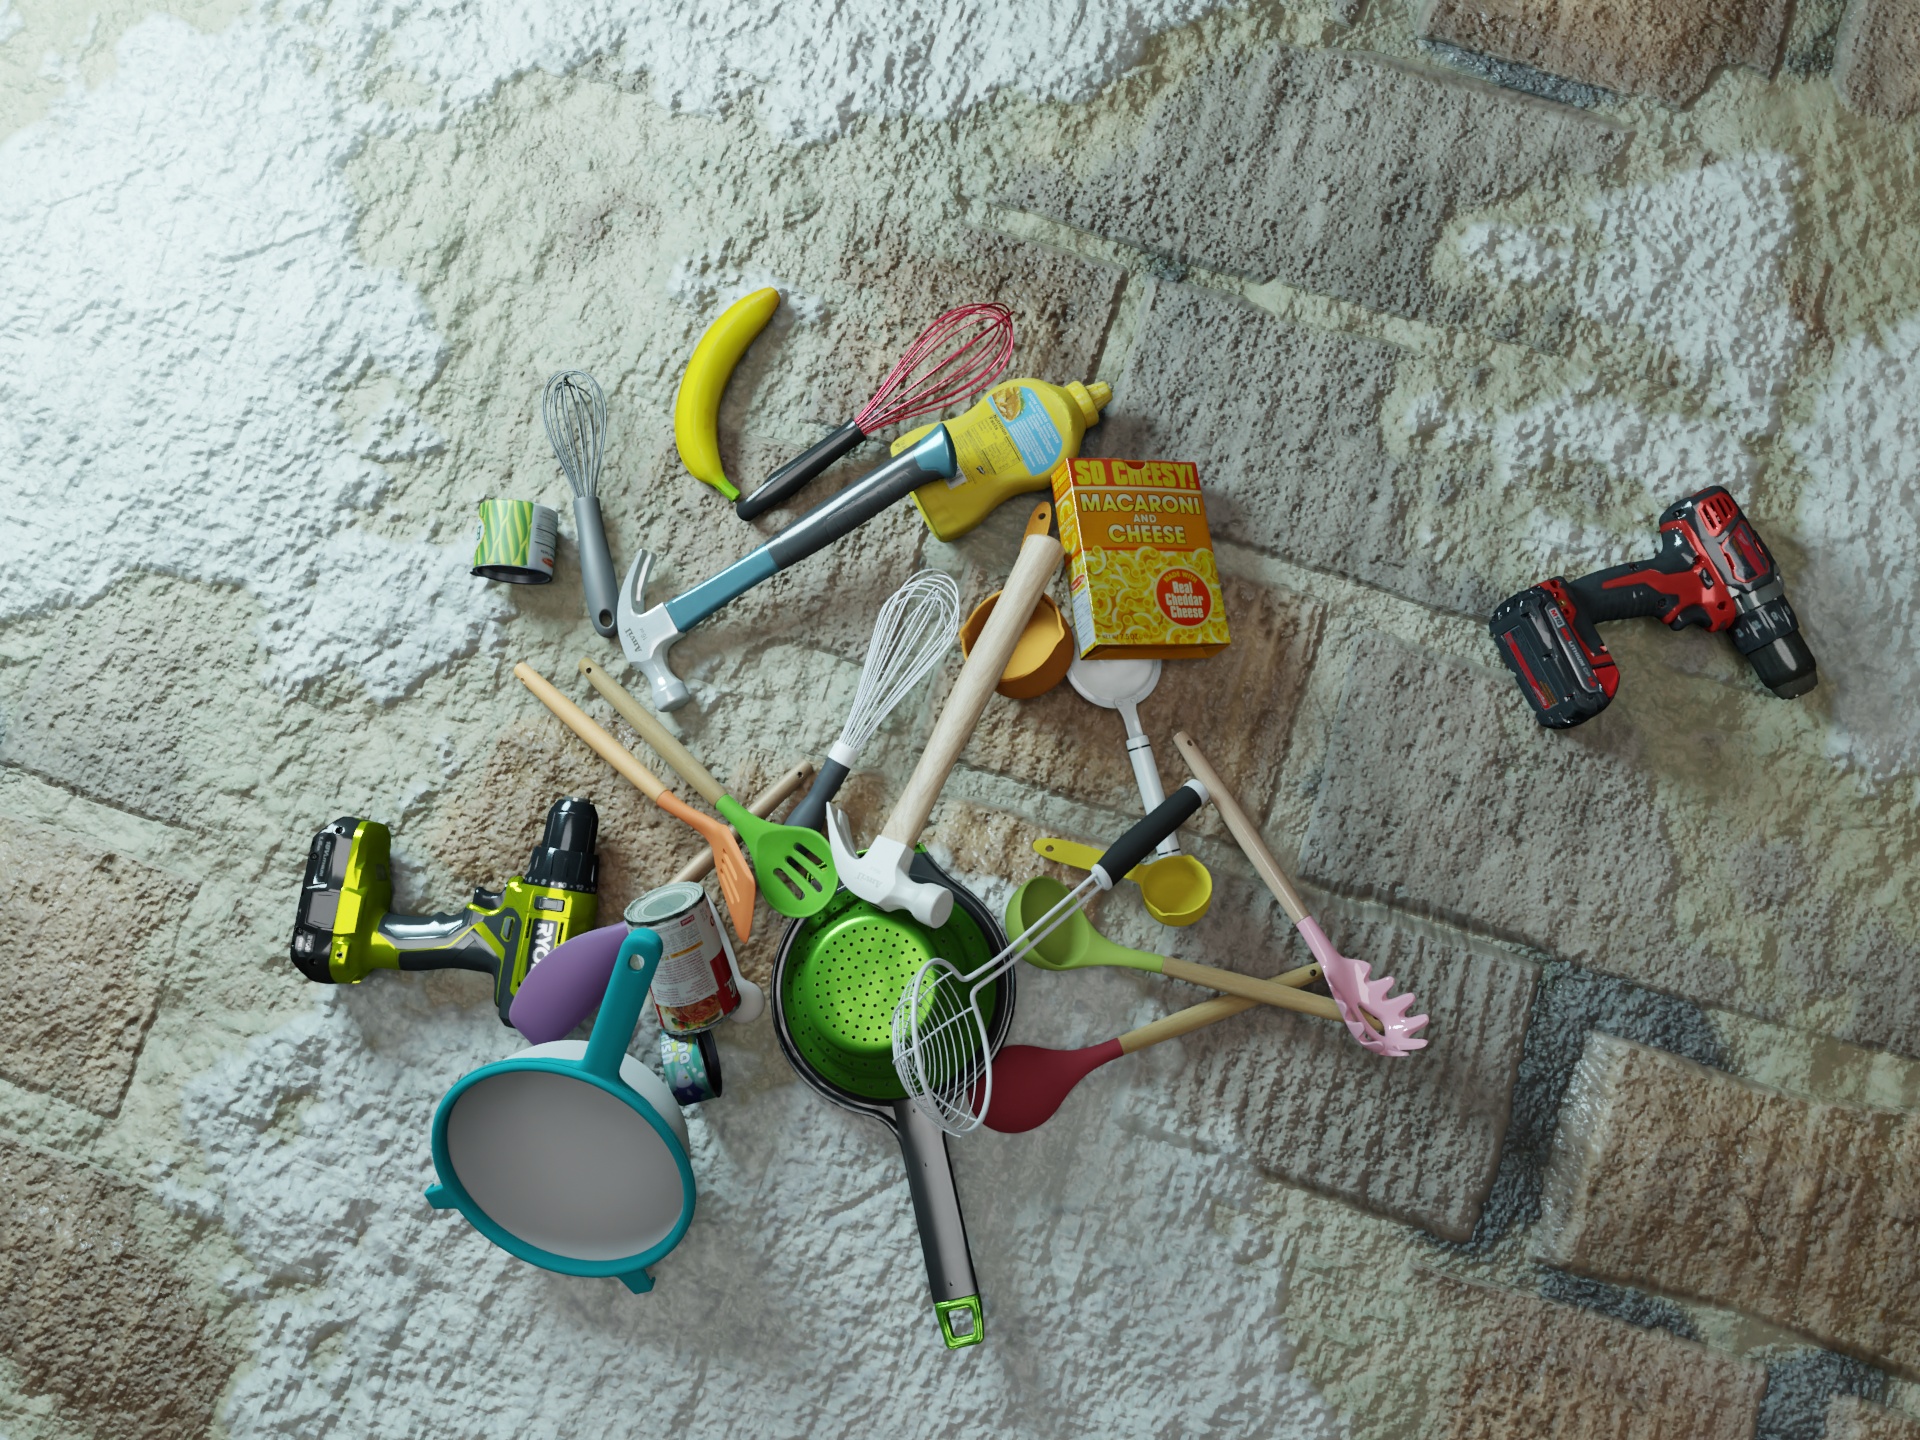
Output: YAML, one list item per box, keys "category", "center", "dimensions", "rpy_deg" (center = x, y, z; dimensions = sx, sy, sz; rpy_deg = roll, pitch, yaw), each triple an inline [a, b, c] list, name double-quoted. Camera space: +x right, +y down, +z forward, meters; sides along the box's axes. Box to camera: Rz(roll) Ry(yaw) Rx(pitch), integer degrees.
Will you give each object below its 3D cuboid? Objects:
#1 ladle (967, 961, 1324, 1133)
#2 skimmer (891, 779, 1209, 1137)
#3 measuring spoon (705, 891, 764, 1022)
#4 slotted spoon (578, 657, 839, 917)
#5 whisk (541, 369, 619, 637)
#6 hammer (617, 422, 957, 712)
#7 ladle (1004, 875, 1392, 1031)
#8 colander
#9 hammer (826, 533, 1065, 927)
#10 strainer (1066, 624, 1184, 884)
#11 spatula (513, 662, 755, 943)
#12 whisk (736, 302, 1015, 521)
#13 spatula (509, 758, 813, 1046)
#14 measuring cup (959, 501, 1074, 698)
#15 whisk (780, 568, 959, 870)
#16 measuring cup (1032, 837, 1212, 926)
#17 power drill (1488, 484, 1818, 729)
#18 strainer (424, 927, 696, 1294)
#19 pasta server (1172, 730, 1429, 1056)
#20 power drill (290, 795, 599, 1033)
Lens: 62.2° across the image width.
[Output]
- category: "ladle"
  center: [0.155, 0.258, 1.296]
  dimensions: [0.315, 0.031, 0.069]
  rpy_deg: [-21, 81, -3]
- category: "skimmer"
  center: [0.085, 0.163, 1.211]
  dimensions: [0.363, 0.090, 0.127]
  rpy_deg: [-38, 117, -25]
- category: "measuring spoon"
  center: [-0.199, 0.192, 1.317]
  dimensions: [0.034, 0.018, 0.124]
  rpy_deg: [-25, 81, -2]
- category: "slotted spoon"
  center: [-0.211, 0.048, 1.310]
  dimensions: [0.314, 0.031, 0.070]
  rpy_deg: [42, 93, 19]
- category: "whisk"
  center: [-0.319, -0.188, 1.368]
  dimensions: [0.055, 0.055, 0.239]
  rpy_deg: [-10, 86, 0]
- category: "hammer"
  center: [-0.144, -0.143, 1.328]
  dimensions: [0.331, 0.033, 0.128]
  rpy_deg: [-31, 82, 9]
- category: "ladle"
  center: [0.191, 0.197, 1.277]
  dimensions: [0.320, 0.062, 0.078]
  rpy_deg: [14, 49, 6]
- category: "colander"
  center: [-0.044, 0.288, 1.241]
  dimensions: [0.204, 0.094, 0.397]
  rpy_deg: [-14, 76, 5]
- category: "hammer"
  center: [-0.002, -0.004, 1.268]
  dimensions: [0.130, 0.031, 0.331]
  rpy_deg: [17, 73, 31]
- category: "strainer"
  center: [0.148, 0.011, 1.328]
  dimensions: [0.087, 0.050, 0.258]
  rpy_deg: [-14, 84, -14]
- category: "spatula"
  center: [-0.266, 0.052, 1.297]
  dimensions: [0.323, 0.081, 0.041]
  rpy_deg: [38, 49, 21]
- category: "whisk"
  center: [-0.072, -0.262, 1.367]
  dimensions: [0.296, 0.073, 0.073]
  rpy_deg: [-36, 82, 1]
- category: "spatula"
  center: [-0.238, 0.140, 1.295]
  dimensions: [0.316, 0.018, 0.059]
  rpy_deg: [-43, 103, -17]
- category: "measuring cup"
  center: [0.061, -0.099, 1.338]
  dimensions: [0.095, 0.052, 0.174]
  rpy_deg: [2, 64, 27]
- category: "whisk"
  center: [-0.082, 0.000, 1.326]
  dimensions: [0.070, 0.070, 0.284]
  rpy_deg: [30, 88, 5]
- category: "measuring cup"
  center: [0.132, 0.128, 1.307]
  dimensions: [0.156, 0.029, 0.062]
  rpy_deg: [15, 55, 25]
- category: "power drill"
  center: [0.579, -0.071, 1.313]
  dimensions: [0.226, 0.080, 0.188]
  rpy_deg: [-25, 82, -6]
- category: "strainer"
  center: [-0.273, 0.273, 1.216]
  dimensions: [0.211, 0.095, 0.340]
  rpy_deg: [23, 117, -1]
- category: "pasta server"
  center: [0.264, 0.135, 1.280]
  dimensions: [0.060, 0.040, 0.316]
  rpy_deg: [-20, 67, -31]
- category: "power drill"
  center: [-0.410, 0.145, 1.301]
  dimensions: [0.228, 0.080, 0.190]
  rpy_deg: [8, 83, 0]
